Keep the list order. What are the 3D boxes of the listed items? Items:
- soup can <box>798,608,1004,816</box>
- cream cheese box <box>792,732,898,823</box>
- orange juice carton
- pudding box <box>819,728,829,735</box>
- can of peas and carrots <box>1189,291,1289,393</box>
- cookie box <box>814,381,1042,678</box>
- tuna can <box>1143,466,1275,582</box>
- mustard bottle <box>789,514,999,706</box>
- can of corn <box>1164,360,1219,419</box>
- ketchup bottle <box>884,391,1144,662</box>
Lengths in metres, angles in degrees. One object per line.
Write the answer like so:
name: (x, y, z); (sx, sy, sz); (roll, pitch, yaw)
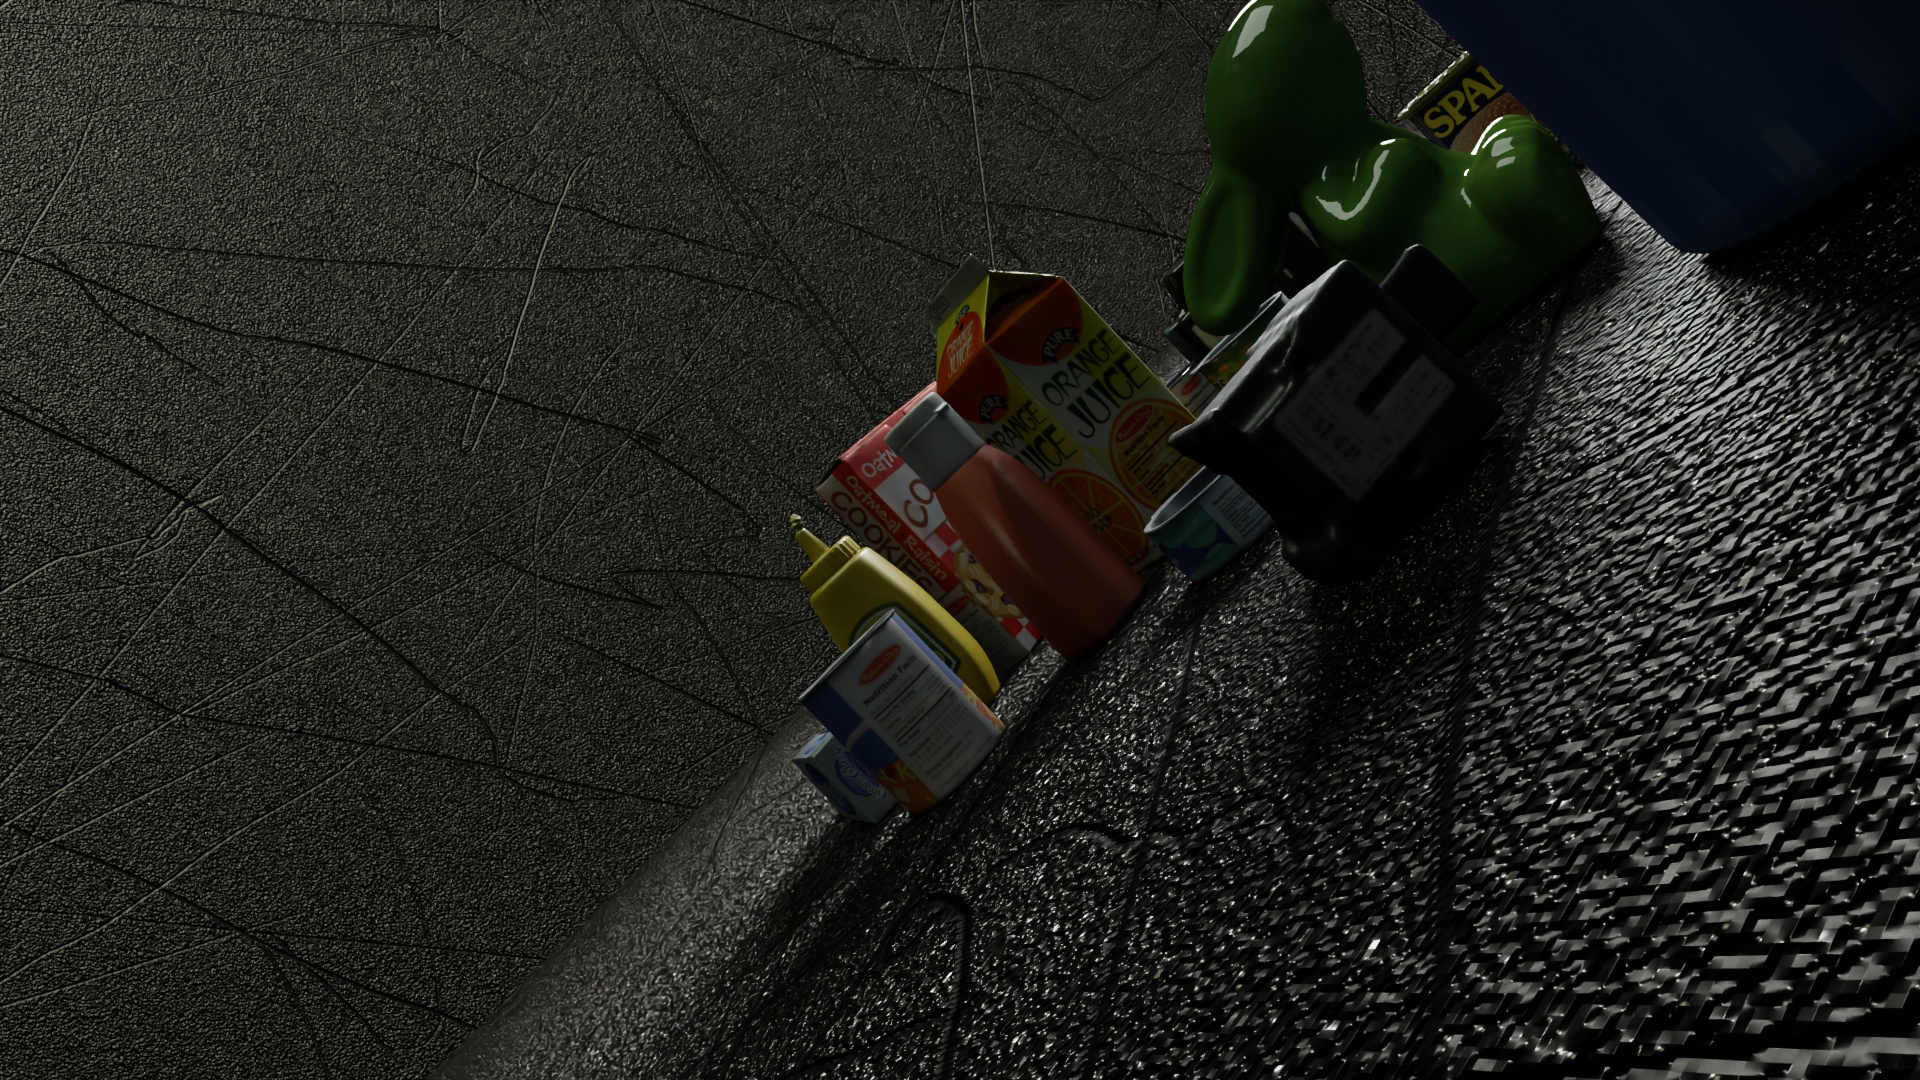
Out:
soup can: (-0.030, 0.087, 0.701); (0.071, 0.084, 0.071); (-44, 2, 2)
cream cheese box: (-0.067, 0.139, 0.815); (0.024, 0.053, 0.103); (-44, 2, -17)
orange juice carton: (0.058, -0.075, 0.783); (0.073, 0.192, 0.071); (-45, 2, -29)
pudding box: (-0.058, 0.126, 0.946); (0.030, 0.049, 0.084); (-43, 2, 26)
can of peas and carrots: (0.181, -0.101, 0.815); (0.071, 0.058, 0.071); (-44, 2, 2)
cookie box: (0.003, -0.011, 0.901); (0.040, 0.167, 0.123); (-42, 2, 41)
tuna can: (0.117, -0.013, 0.628); (0.071, 0.033, 0.071); (-44, 2, 2)
mustard bottle: (-0.048, 0.046, 0.820); (0.065, 0.160, 0.049); (-43, 2, 8)
can of corn: (0.148, -0.074, 0.910); (0.071, 0.058, 0.071); (-44, 2, 2)
ketchup bottle: (0.026, -0.010, 0.701); (0.043, 0.149, 0.065); (-42, 2, 40)
